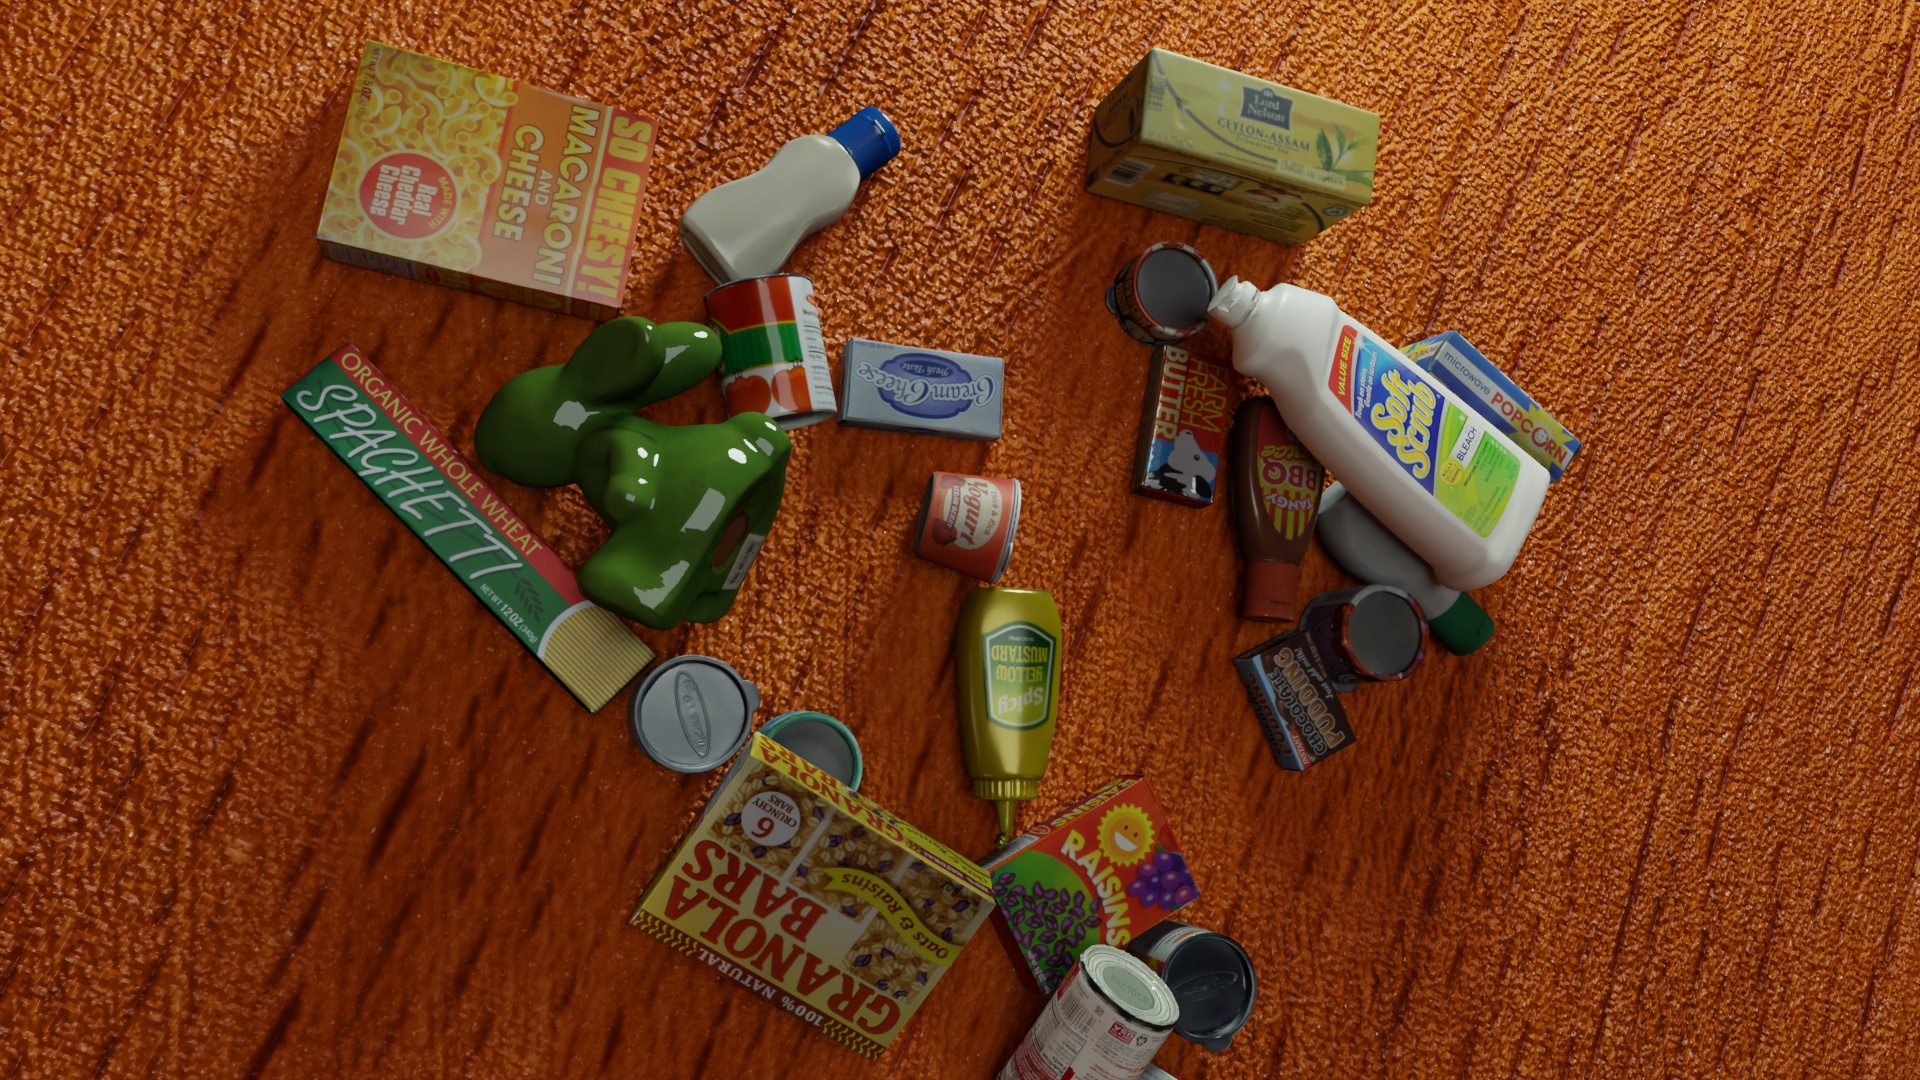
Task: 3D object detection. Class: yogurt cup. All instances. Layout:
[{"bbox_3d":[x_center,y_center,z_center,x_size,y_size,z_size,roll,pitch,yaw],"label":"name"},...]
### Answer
[{"bbox_3d":[0.003,-0.011,0.861,0.054,0.072,0.072,13,79,-7],"label":"yogurt cup"}]

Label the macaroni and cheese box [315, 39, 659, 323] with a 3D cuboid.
[{"bbox_3d":[-0.272,-0.207,0.812,0.166,0.040,0.124,12,79,-15],"label":"macaroni and cheese box"}]

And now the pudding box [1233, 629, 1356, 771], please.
[{"bbox_3d":[0.224,0.107,0.931,0.050,0.030,0.083,-23,90,-18],"label":"pudding box"}]

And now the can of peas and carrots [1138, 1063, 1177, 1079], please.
[{"bbox_3d":[0.121,0.360,0.847,0.071,0.071,0.059,39,73,-9],"label":"can of peas and carrots"}]

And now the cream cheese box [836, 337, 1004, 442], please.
[{"bbox_3d":[-0.025,-0.095,0.883,0.104,0.024,0.053,6,81,-17],"label":"cream cheese box"}]

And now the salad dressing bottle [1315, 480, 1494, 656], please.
[{"bbox_3d":[0.309,0.018,0.964,0.147,0.044,0.064,45,71,-8],"label":"salad dressing bottle"}]

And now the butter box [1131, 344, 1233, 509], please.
[{"bbox_3d":[0.150,-0.077,0.936,0.053,0.024,0.103,13,79,-15],"label":"butter box"}]

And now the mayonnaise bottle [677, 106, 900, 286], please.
[{"bbox_3d":[-0.102,-0.216,0.867,0.148,0.041,0.064,-42,97,-19],"label":"mayonnaise bottle"}]

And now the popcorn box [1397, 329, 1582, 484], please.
[{"bbox_3d":[0.354,-0.086,0.969,0.126,0.085,0.038,38,75,-10],"label":"popcorn box"}]

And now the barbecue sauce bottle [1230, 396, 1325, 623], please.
[{"bbox_3d":[0.212,-0.020,0.938,0.065,0.043,0.148,9,80,-17],"label":"barbecue sauce bottle"}]

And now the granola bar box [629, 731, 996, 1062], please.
[{"bbox_3d":[-0.083,0.204,0.793,0.165,0.039,0.124,34,99,-11],"label":"granola bar box"}]

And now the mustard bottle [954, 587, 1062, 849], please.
[{"bbox_3d":[0.030,0.110,0.859,0.065,0.048,0.160,2,82,-16],"label":"mustard bottle"}]

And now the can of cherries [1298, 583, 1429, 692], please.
[{"bbox_3d":[0.272,0.066,0.937,0.071,0.058,0.071,2,82,-17],"label":"can of cherries"}]

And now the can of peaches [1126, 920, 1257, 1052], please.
[{"bbox_3d":[0.142,0.277,0.868,0.071,0.058,0.071,2,82,-18],"label":"can of peaches"}]

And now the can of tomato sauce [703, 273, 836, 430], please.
[{"bbox_3d":[-0.116,-0.110,0.835,0.071,0.071,0.083,-10,87,-18],"label":"can of tomato sauce"}]

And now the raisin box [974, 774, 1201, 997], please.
[{"bbox_3d":[0.078,0.212,0.866,0.124,0.040,0.086,-26,90,-20],"label":"raisin box"}]

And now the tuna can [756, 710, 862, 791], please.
[{"bbox_3d":[-0.091,0.133,0.826,0.071,0.032,0.071,2,82,-17],"label":"tuna can"}]

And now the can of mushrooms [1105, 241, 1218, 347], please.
[{"bbox_3d":[0.137,-0.166,0.939,0.071,0.033,0.071,2,83,-18],"label":"can of mushrooms"}]

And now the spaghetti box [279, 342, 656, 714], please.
[{"bbox_3d":[-0.277,-0.006,0.789,0.250,0.028,0.050,47,71,-7],"label":"spaghetti box"}]

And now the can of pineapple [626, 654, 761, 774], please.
[{"bbox_3d":[-0.154,0.100,0.798,0.071,0.057,0.071,2,83,-17],"label":"can of pineapple"}]
